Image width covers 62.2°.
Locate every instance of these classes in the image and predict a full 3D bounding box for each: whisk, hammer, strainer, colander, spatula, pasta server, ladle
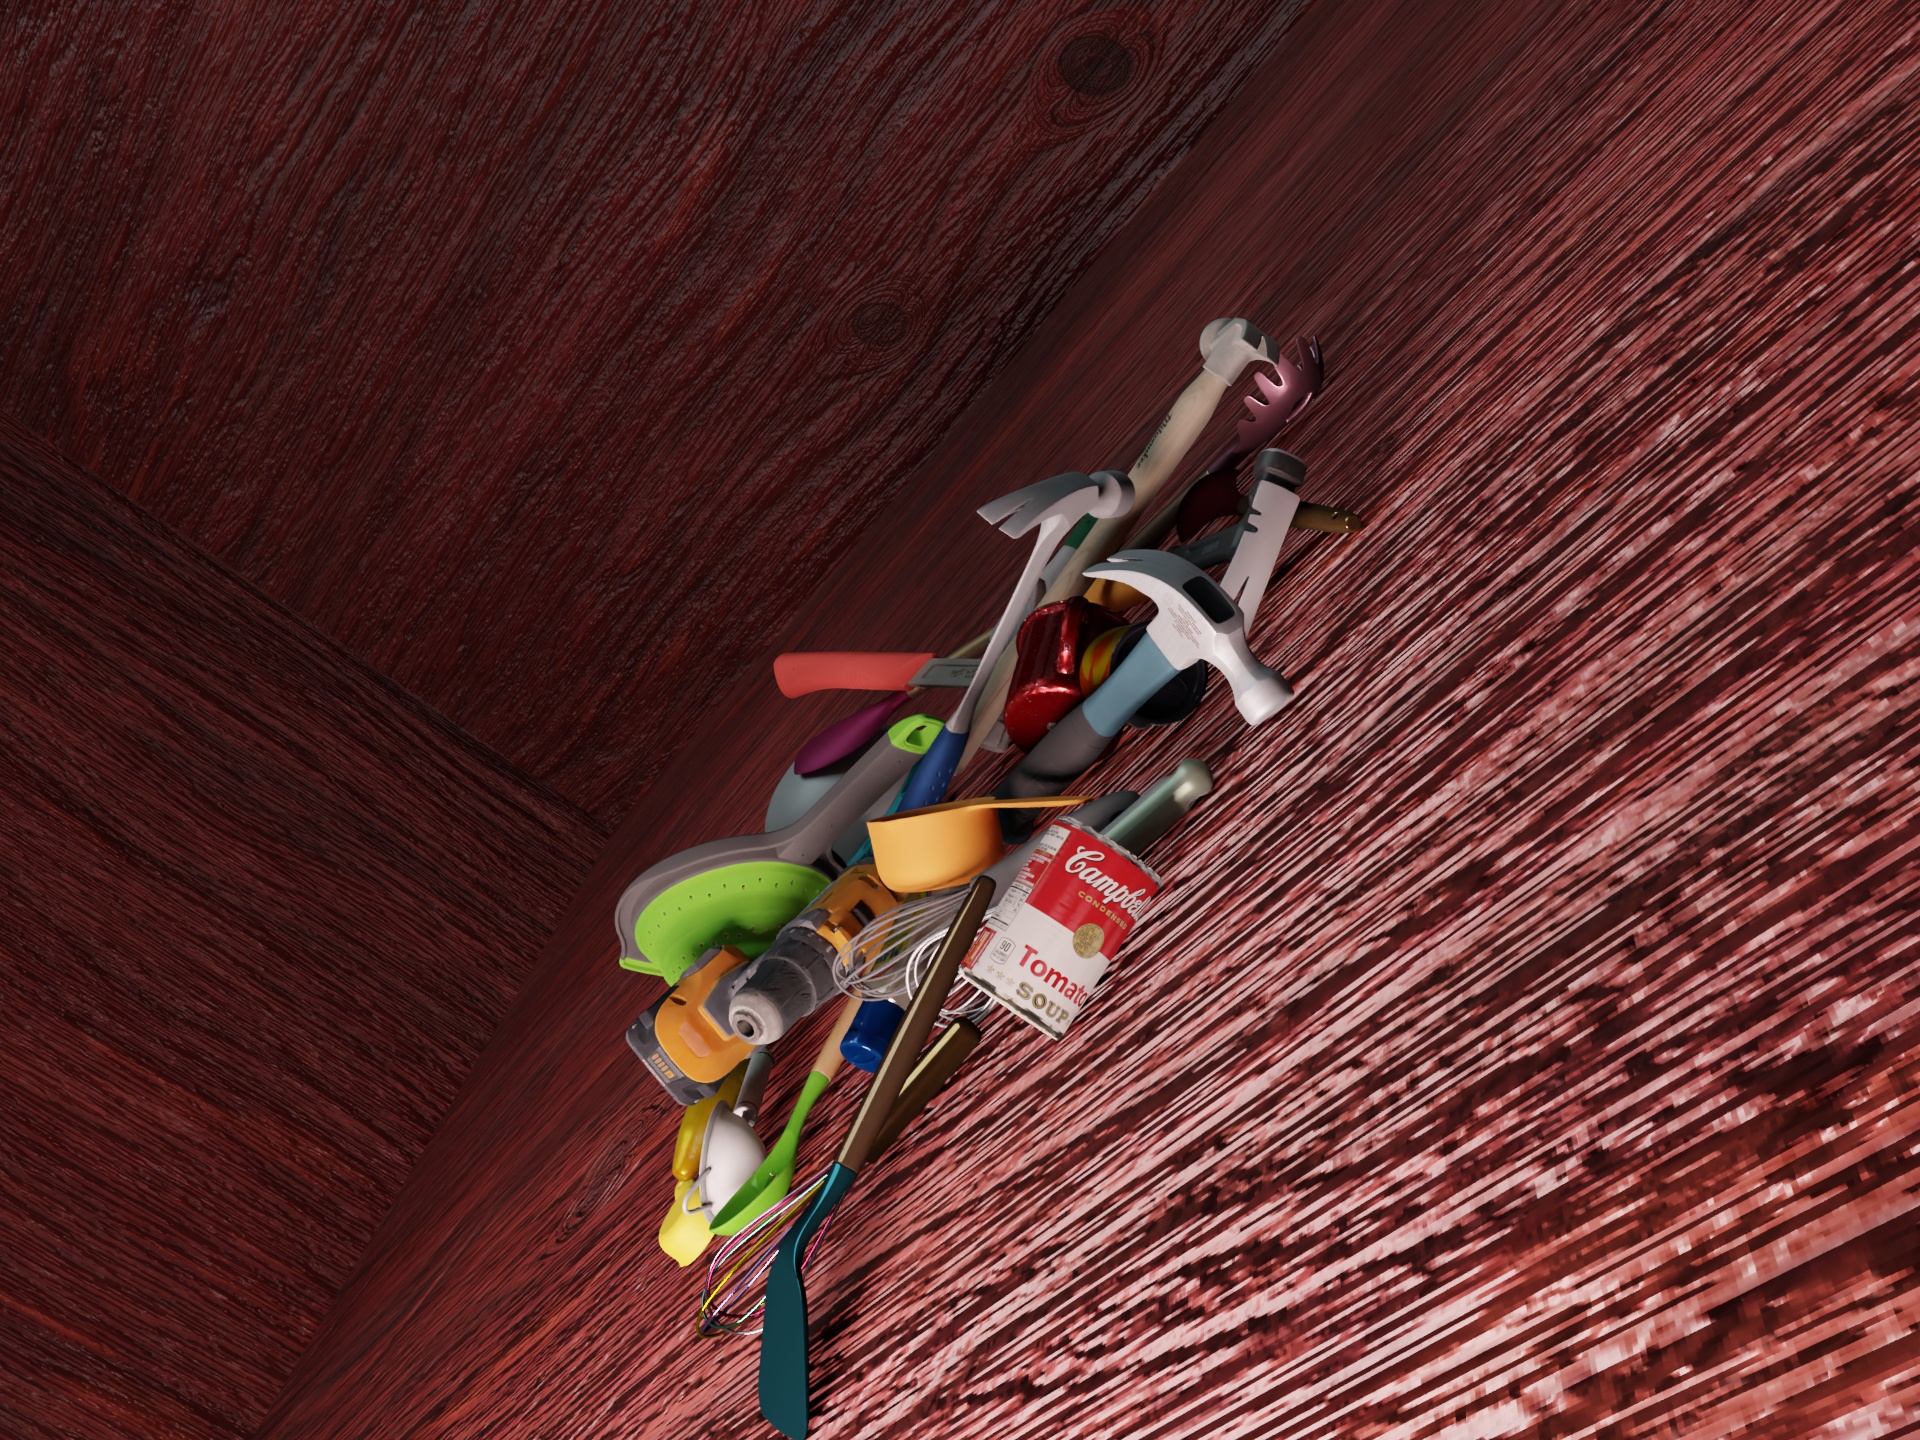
[{"bbox_3d":[-0.072,0.273,0.946,0.245,0.047,0.051,-49,24,0],"label":"whisk"},{"bbox_3d":[0.016,0.110,0.993,0.239,0.055,0.055,-34,19,21],"label":"whisk"},{"bbox_3d":[0.081,0.005,0.979,0.033,0.128,0.331,-29,-12,-29],"label":"hammer"},{"bbox_3d":[0.055,0.102,0.934,0.246,0.059,0.058,-43,-12,23],"label":"whisk"},{"bbox_3d":[-0.105,0.065,1.493,0.211,0.095,0.340,-57,12,-18],"label":"strainer"},{"bbox_3d":[-0.133,0.142,1.298,0.397,0.204,0.095,-44,47,32],"label":"colander"},{"bbox_3d":[-0.055,-0.053,1.439,0.359,0.036,0.149,4,71,51],"label":"hammer"},{"bbox_3d":[-0.044,0.230,0.885,0.318,0.044,0.082,-63,15,-21],"label":"spatula"},{"bbox_3d":[-0.002,-0.004,1.176,0.144,0.035,0.405,-16,-42,-52],"label":"hammer"},{"bbox_3d":[0.101,-0.124,1.209,0.410,0.038,0.146,-55,10,13],"label":"hammer"},{"bbox_3d":[0.182,-0.187,1.270,0.060,0.040,0.316,-21,-16,-45],"label":"pasta server"},{"bbox_3d":[0.207,-0.145,1.097,0.069,0.031,0.315,-54,14,3],"label":"ladle"},{"bbox_3d":[0.146,-0.101,1.143,0.337,0.034,0.127,168,124,-76],"label":"hammer"},{"bbox_3d":[-0.160,0.298,1.190,0.258,0.050,0.087,-88,-4,-78],"label":"strainer"}]

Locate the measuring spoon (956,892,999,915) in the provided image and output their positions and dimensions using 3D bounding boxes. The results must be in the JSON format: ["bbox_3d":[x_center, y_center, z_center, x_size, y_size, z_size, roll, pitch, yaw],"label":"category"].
[{"bbox_3d":[0.049,0.098,1.040,0.128,0.021,0.042,-34,7,34],"label":"measuring spoon"}]

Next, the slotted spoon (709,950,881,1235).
[{"bbox_3d":[-0.087,0.233,1.134,0.070,0.031,0.314,-37,19,52],"label":"slotted spoon"}]

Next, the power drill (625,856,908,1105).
[{"bbox_3d":[-0.149,0.200,1.146,0.226,0.084,0.185,-37,4,37],"label":"power drill"}]

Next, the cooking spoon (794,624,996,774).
[{"bbox_3d":[-0.027,-0.040,1.470,0.319,0.017,0.069,-32,26,13],"label":"cooking spoon"}]

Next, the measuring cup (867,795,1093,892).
[{"bbox_3d":[0.018,0.079,1.029,0.174,0.052,0.095,-8,2,39],"label":"measuring cup"}]

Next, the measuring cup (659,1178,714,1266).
[{"bbox_3d":[-0.212,0.367,1.210,0.062,0.029,0.156,-56,14,-11],"label":"measuring cup"}]
